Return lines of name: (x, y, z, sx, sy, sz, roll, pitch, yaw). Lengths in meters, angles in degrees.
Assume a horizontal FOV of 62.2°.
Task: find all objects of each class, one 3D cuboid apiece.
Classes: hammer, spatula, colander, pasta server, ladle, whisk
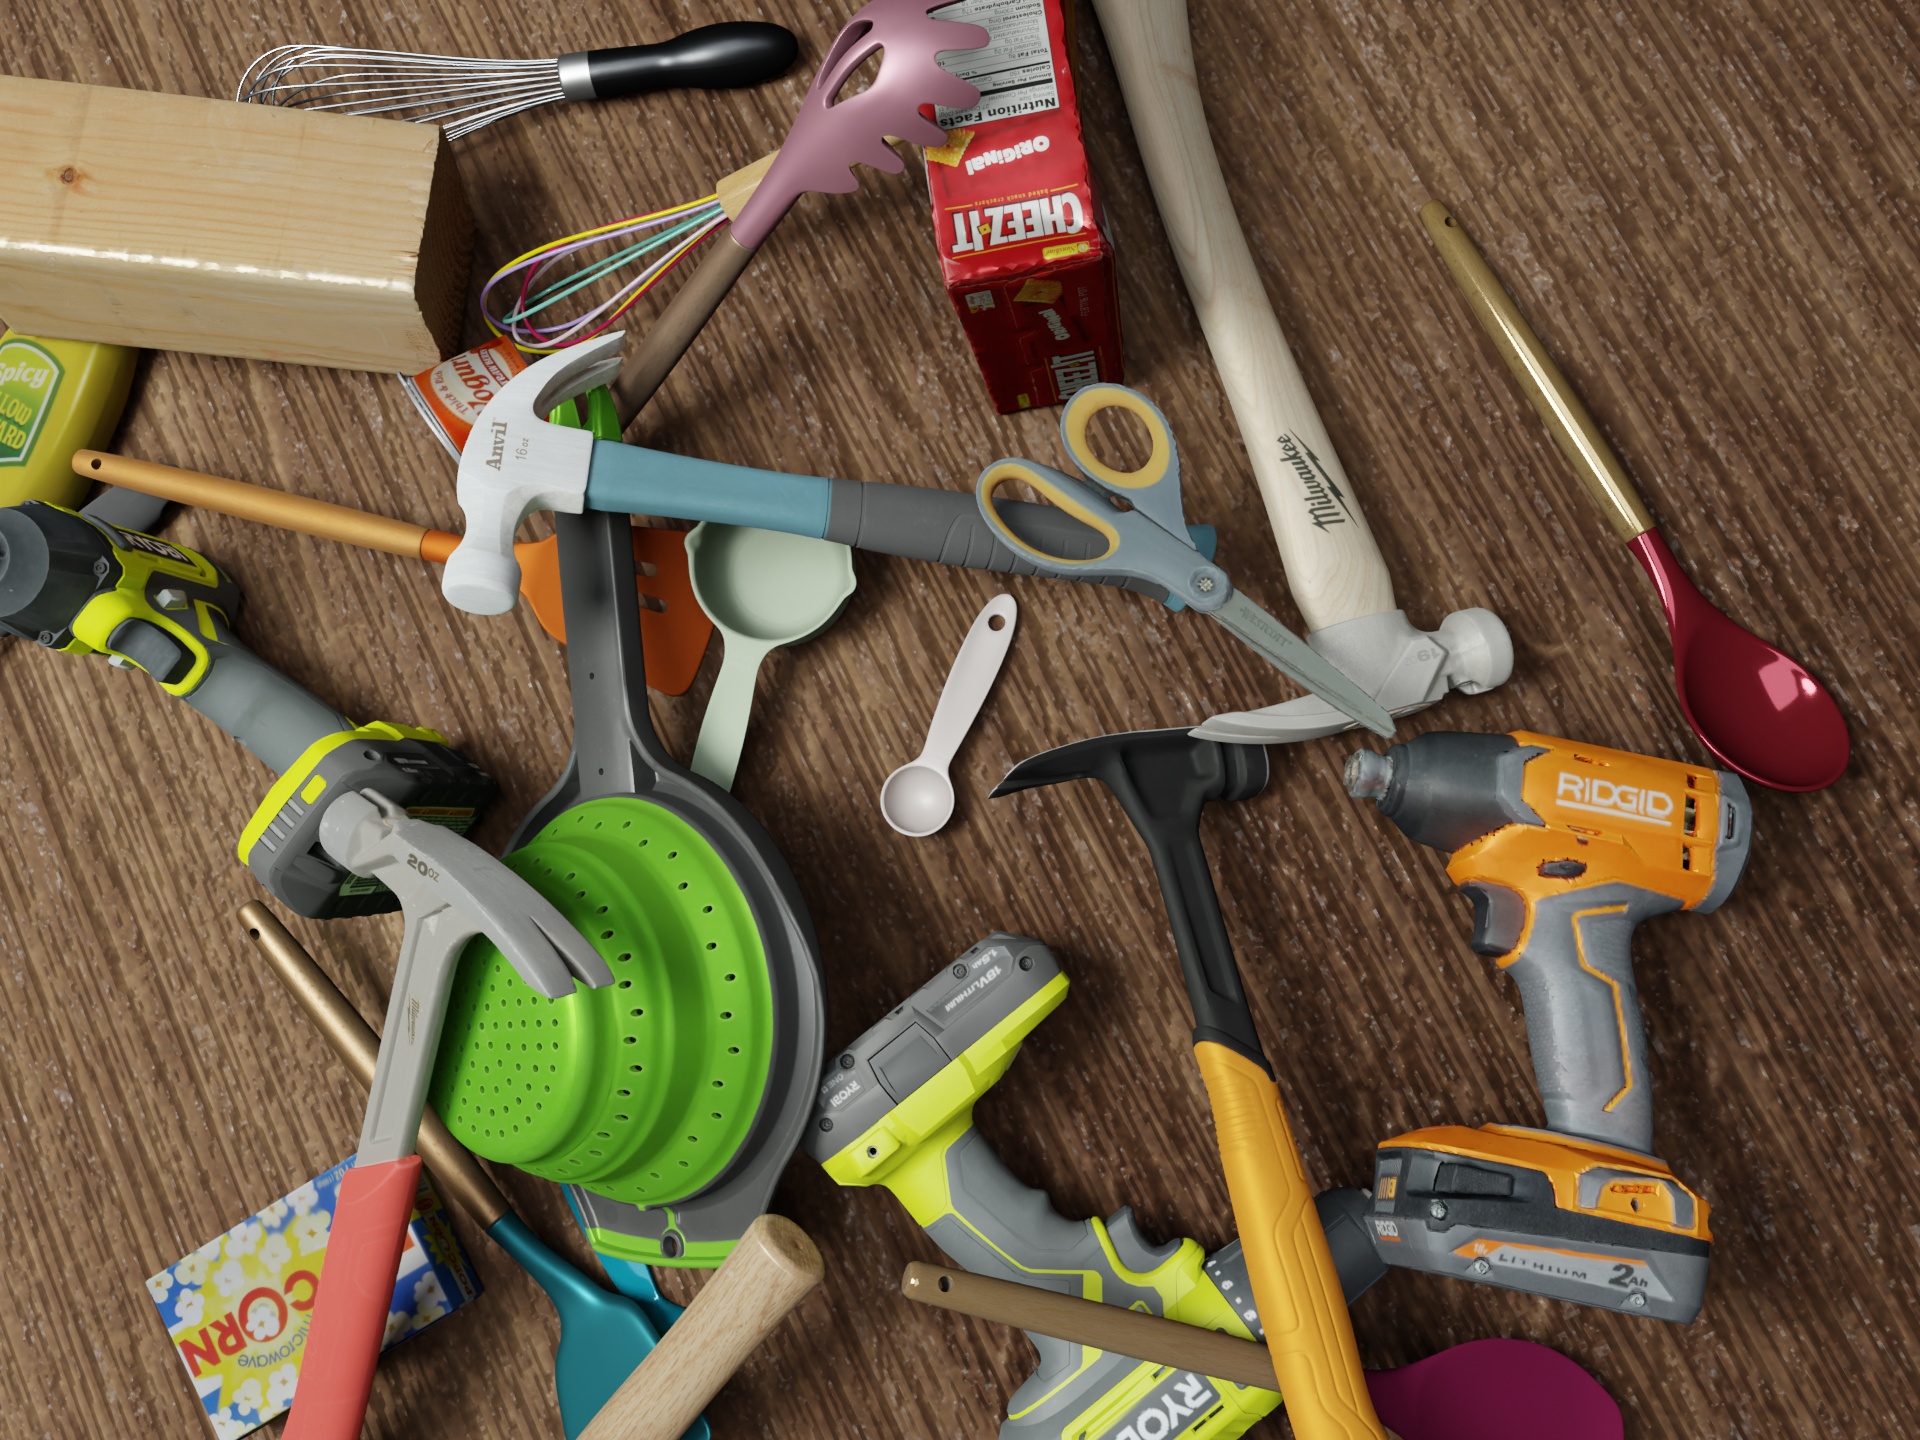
hammer: (0.110, 0.161, 0.641, 0.127, 0.034, 0.337, -5, 68, -23)
spatula: (-0.228, 0.207, 0.711, 0.082, 0.044, 0.317, -41, 87, 18)
colander: (-0.171, 0.040, 0.671, 0.204, 0.094, 0.397, -10, 84, 35)
pasta server: (-0.099, -0.188, 0.681, 0.316, 0.040, 0.060, -38, 64, 42)
ladle: (0.291, -0.105, 0.714, 0.069, 0.031, 0.315, -24, 78, -19)
spatula: (-0.276, -0.088, 0.769, 0.322, 0.041, 0.081, 14, 86, 7)
whisk: (-0.123, -0.230, 0.742, 0.245, 0.051, 0.047, -19, 105, 23)
hammer: (-0.045, -0.088, 0.691, 0.331, 0.033, 0.128, 7, 67, -14)
hammer: (0.115, -0.191, 0.725, 0.146, 0.038, 0.411, -14, 79, -15)
whisk: (-0.485, -0.052, 0.792, 0.239, 0.055, 0.055, -39, 81, -3)
hammer: (-0.235, 0.216, 0.644, 0.149, 0.036, 0.359, 29, 110, 32)
hammer: (-0.163, 0.334, 0.673, 0.130, 0.031, 0.331, 41, 105, 8)
whisk: (-0.221, -0.315, 0.790, 0.284, 0.070, 0.070, -8, 82, 1)

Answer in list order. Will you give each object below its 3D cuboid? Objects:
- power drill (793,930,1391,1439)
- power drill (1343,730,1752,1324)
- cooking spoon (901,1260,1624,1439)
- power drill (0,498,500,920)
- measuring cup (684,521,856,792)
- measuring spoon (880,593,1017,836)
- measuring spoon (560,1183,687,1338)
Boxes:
power drill: (0.055, 0.204, 0.681, 0.190, 0.080, 0.228, -38, 83, -4)
power drill: (0.228, 0.113, 0.651, 0.164, 0.084, 0.227, 12, 73, 1)
cooking spoon: (0.128, 0.258, 0.632, 0.318, 0.017, 0.069, 18, 66, -12)
power drill: (-0.330, -0.011, 0.707, 0.223, 0.171, 0.080, 37, 90, 6)
measuring cup: (-0.098, -0.028, 0.748, 0.083, 0.038, 0.167, 15, 90, 5)
measuring spoon: (-0.001, -0.002, 0.746, 0.034, 0.018, 0.124, 22, 80, 9)
measuring spoon: (-0.155, 0.252, 0.726, 0.042, 0.021, 0.129, -32, 80, 2)
